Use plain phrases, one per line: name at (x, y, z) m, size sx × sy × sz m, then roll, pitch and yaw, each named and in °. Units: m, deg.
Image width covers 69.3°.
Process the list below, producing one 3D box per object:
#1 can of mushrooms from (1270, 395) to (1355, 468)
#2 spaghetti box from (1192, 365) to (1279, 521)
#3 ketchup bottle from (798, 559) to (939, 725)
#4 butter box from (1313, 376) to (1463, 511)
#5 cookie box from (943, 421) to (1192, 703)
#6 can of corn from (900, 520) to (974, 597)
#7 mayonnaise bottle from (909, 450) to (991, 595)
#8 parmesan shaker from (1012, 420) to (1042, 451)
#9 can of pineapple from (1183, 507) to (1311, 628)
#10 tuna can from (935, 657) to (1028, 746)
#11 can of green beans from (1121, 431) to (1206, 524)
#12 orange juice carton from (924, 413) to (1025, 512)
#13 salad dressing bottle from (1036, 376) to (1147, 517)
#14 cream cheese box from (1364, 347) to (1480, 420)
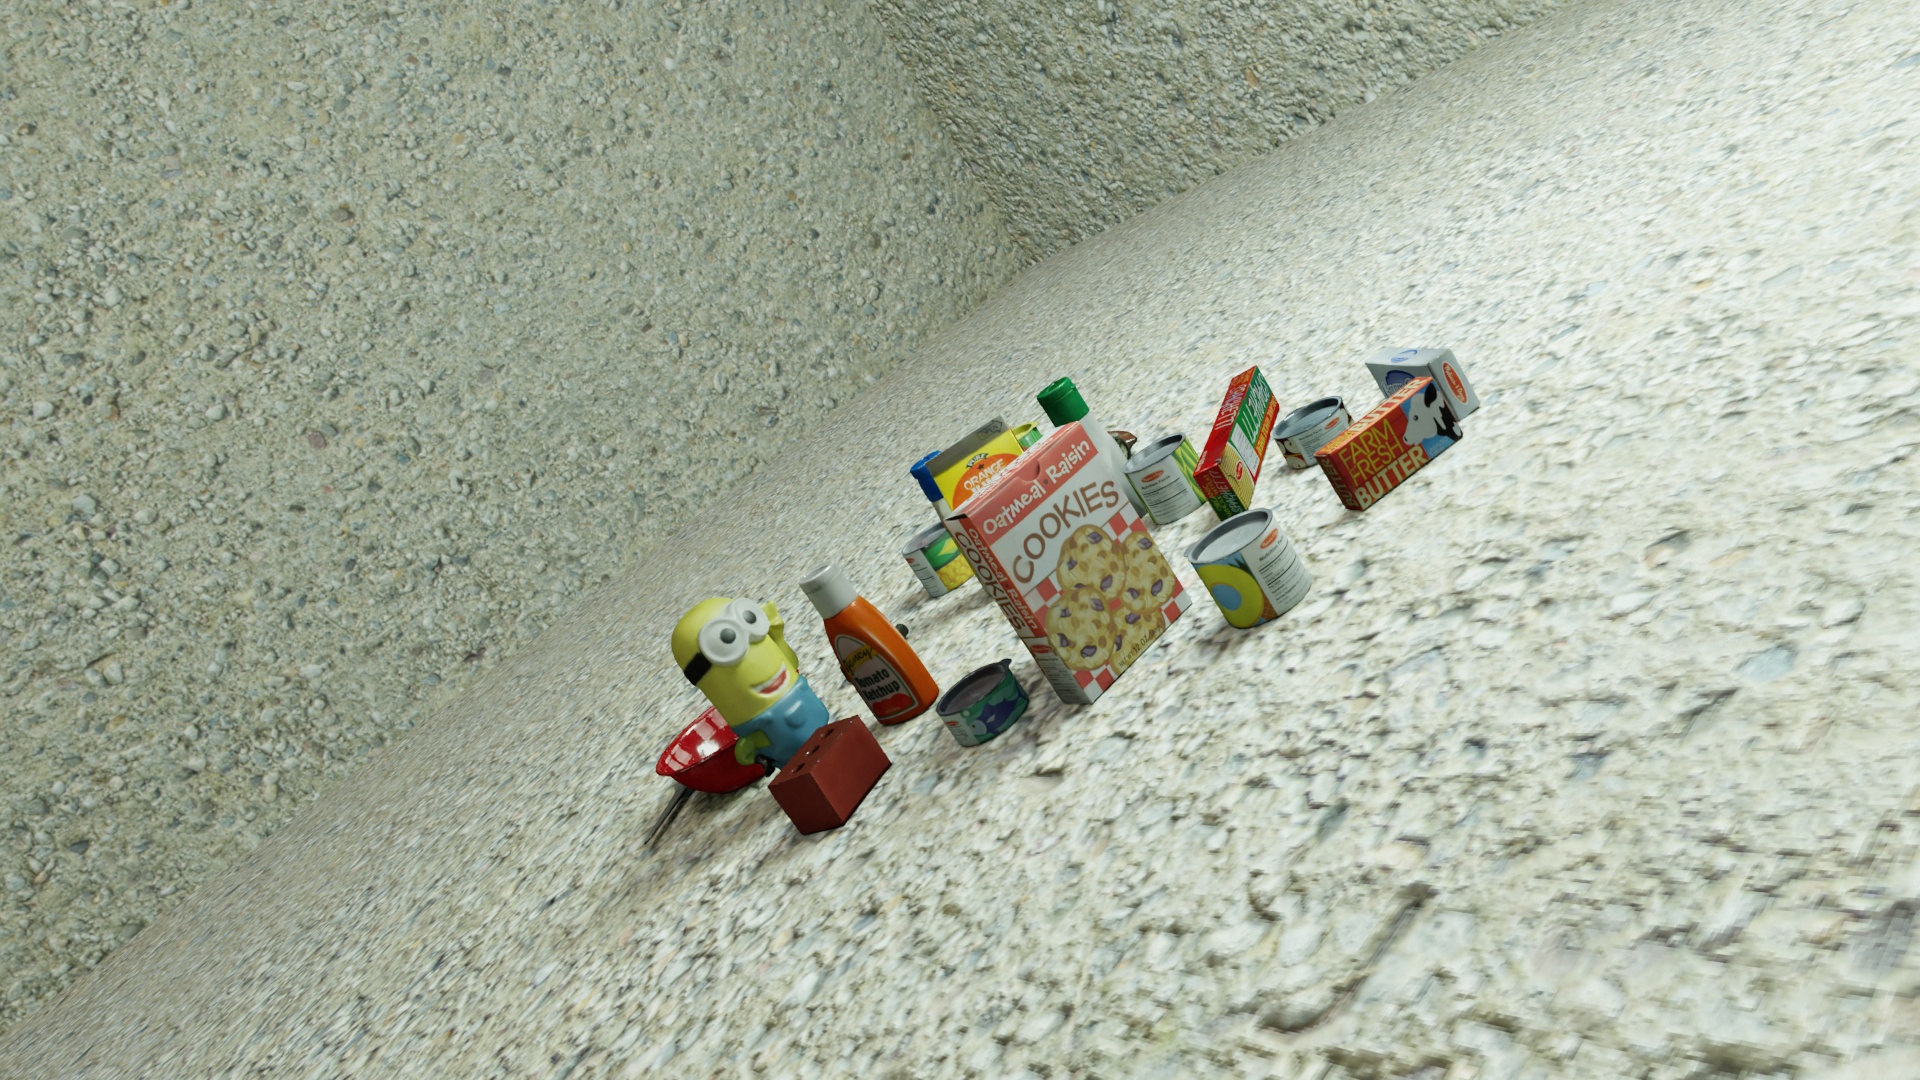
can of mushrooms at (0.300, -0.092, 1.177) m, size 0.071 × 0.033 × 0.071 m, roll -31°, pitch 13°, yaw 8°
spaghetti box at (0.252, -0.093, 1.253) m, size 0.028 × 0.050 × 0.251 m, roll -26°, pitch 15°, yaw 29°
ketchup bottle at (-0.082, 0.085, 1.181) m, size 0.064 × 0.148 × 0.044 m, roll -24°, pitch 16°, yaw 36°
butter box at (0.316, -0.071, 1.022) m, size 0.104 × 0.053 × 0.024 m, roll -35°, pitch 13°, yaw -9°
cookie box at (0.081, 0.016, 1.010) m, size 0.123 × 0.167 × 0.040 m, roll -40°, pitch 15°, yaw -28°
can of corn at (-0.018, 0.017, 1.474) m, size 0.071 × 0.058 × 0.071 m, roll -31°, pitch 13°, yaw 8°
mayonnaise bottle at (0.005, -0.017, 1.345) m, size 0.041 × 0.148 × 0.065 m, roll -33°, pitch 13°, yaw 0°
parmesan shaker at (0.077, -0.064, 1.442) m, size 0.071 × 0.103 × 0.071 m, roll -31°, pitch 13°, yaw 8°
can of pineapple at (0.199, 0.019, 0.962) m, size 0.071 × 0.057 × 0.071 m, roll -31°, pitch 13°, yaw 8°
tuna can at (0.019, 0.124, 1.063) m, size 0.071 × 0.032 × 0.071 m, roll -31°, pitch 13°, yaw 8°
can of green beans at (0.189, -0.056, 1.254) m, size 0.071 × 0.057 × 0.071 m, roll -31°, pitch 13°, yaw 8°
orange juice carton at (0.052, 0.000, 1.078) m, size 0.072 × 0.192 × 0.073 m, roll -32°, pitch 13°, yaw 5°
salad dressing bottle at (0.125, -0.083, 1.304) m, size 0.044 × 0.147 × 0.064 m, roll -27°, pitch 14°, yaw 25°
cream cheese box at (0.364, -0.125, 1.100) m, size 0.024 × 0.053 × 0.104 m, roll -34°, pitch 13°, yaw -4°
